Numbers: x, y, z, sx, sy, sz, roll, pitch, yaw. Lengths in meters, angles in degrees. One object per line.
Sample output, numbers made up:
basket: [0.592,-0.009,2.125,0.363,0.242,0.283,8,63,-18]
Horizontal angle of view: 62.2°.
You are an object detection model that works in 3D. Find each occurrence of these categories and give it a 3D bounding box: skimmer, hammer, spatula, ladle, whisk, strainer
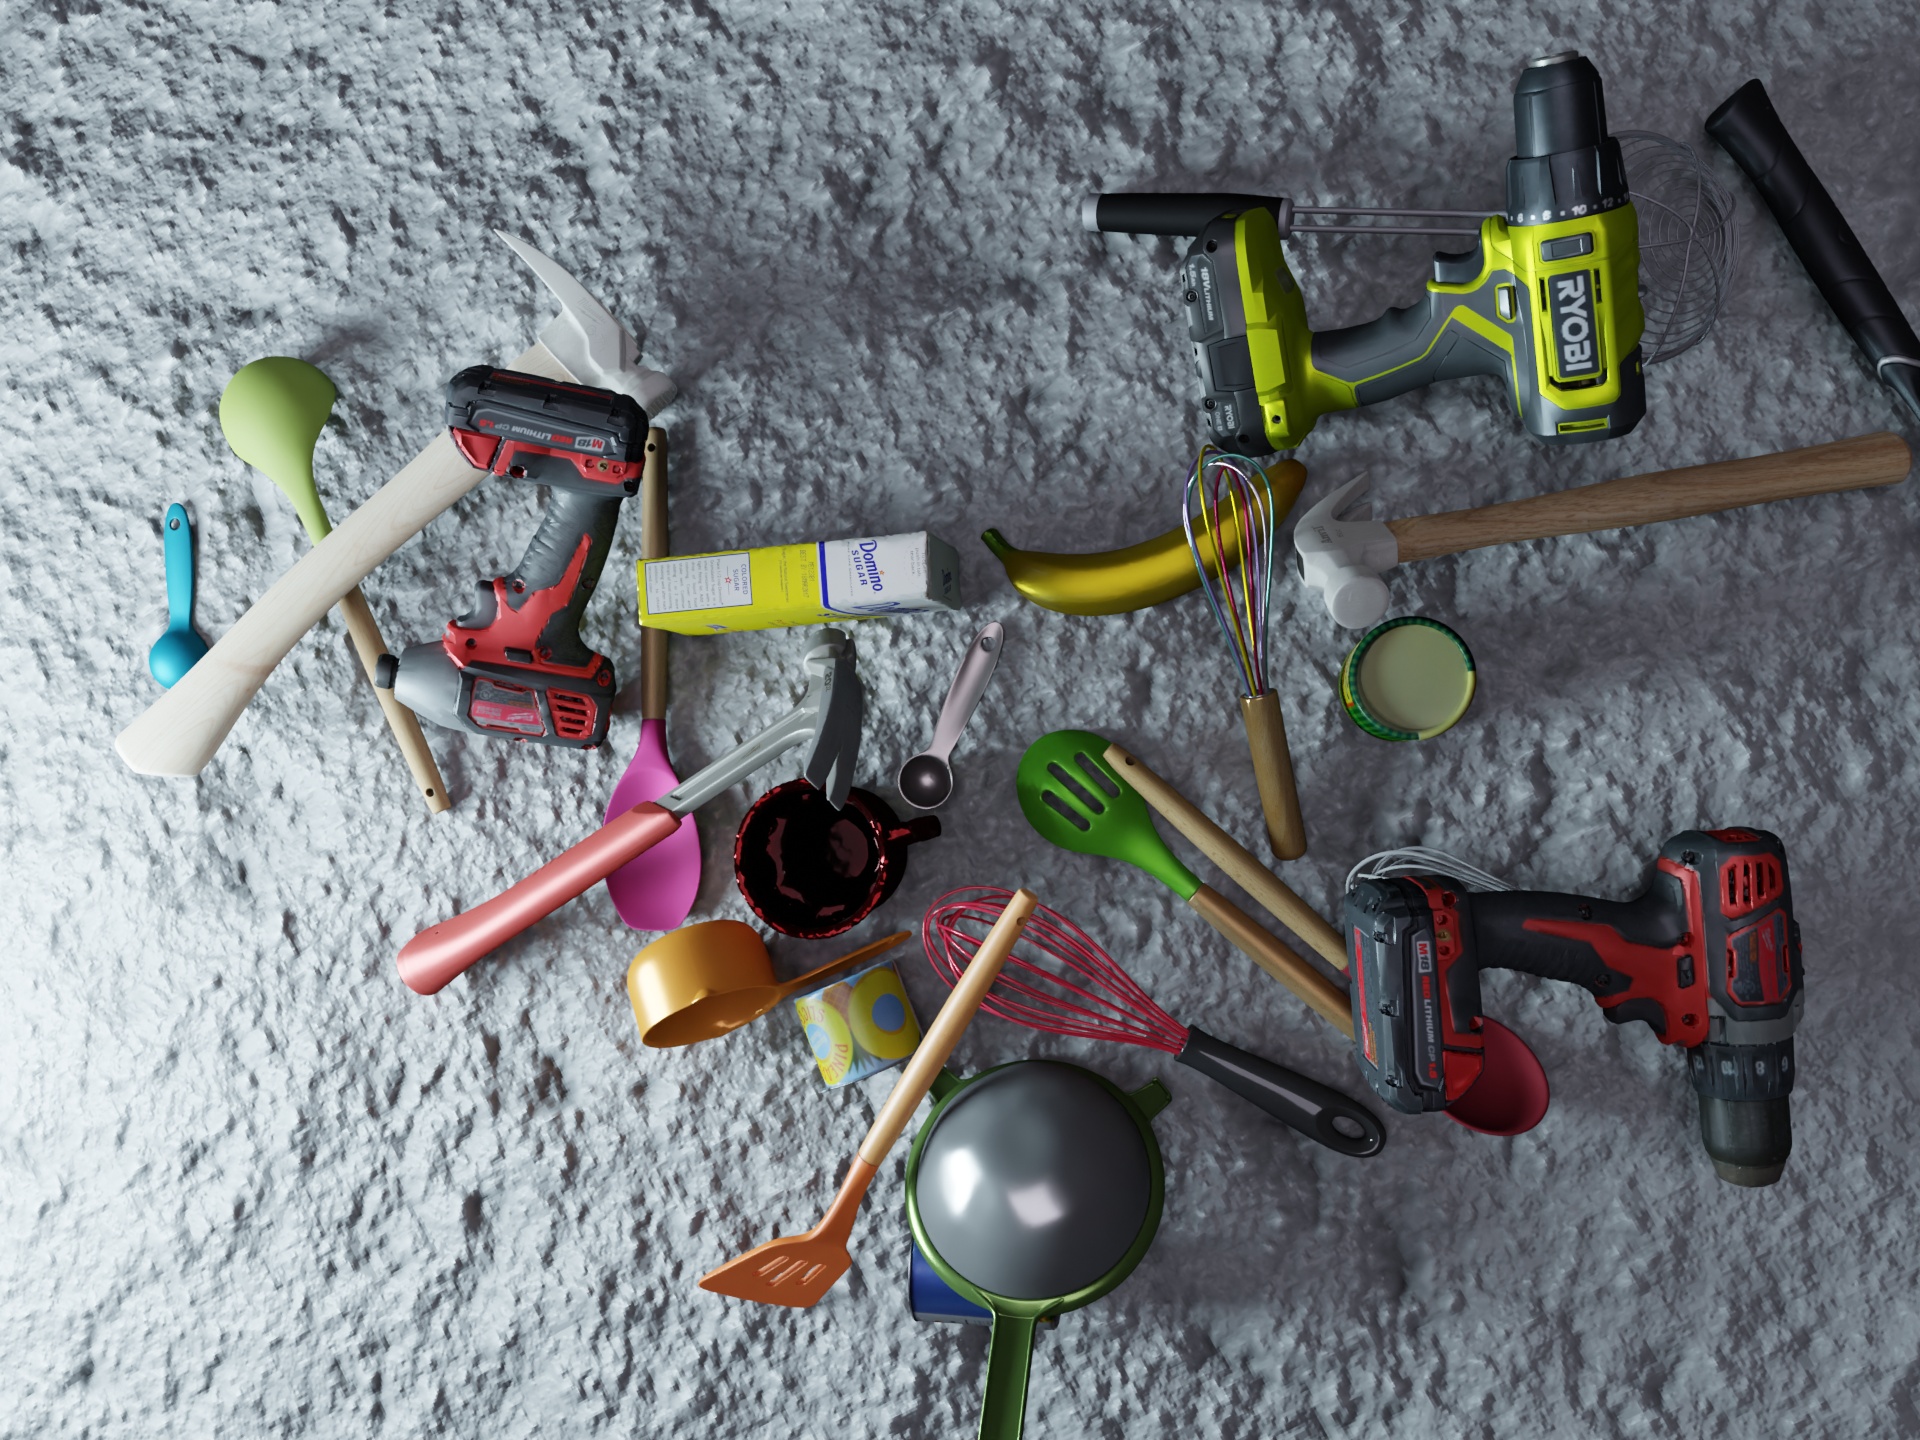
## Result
skimmer: [0.254,-0.279,0.922,0.363,0.090,0.127,9,93,21]
hammer: [0.347,-0.117,0.871,0.331,0.130,0.031,-10,120,0]
spatula: [-0.044,0.227,0.919,0.081,0.041,0.322,23,105,-29]
ladle: [-0.399,-0.089,1.043,0.078,0.062,0.320,-23,91,5]
whisk: [0.112,0.179,0.927,0.296,0.073,0.073,27,94,4]
hammer: [0.517,-0.171,0.844,0.149,0.036,0.409,-18,76,-28]
ladle: [0.203,0.121,0.912,0.315,0.031,0.069,42,61,8]
whisk: [0.168,-0.037,0.906,0.051,0.047,0.245,-14,102,1]
whisk: [0.340,0.114,0.891,0.246,0.058,0.059,11,125,8]
hammer: [-0.376,-0.123,0.998,0.410,0.038,0.146,-43,93,0]
hammer: [-0.205,0.079,0.947,0.359,0.149,0.036,-32,119,20]
strainer: [0.030,0.293,0.866,0.151,0.069,0.257,2,54,11]

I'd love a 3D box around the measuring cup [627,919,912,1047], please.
measuring cup: [-0.118,0.142,0.968,0.173,0.095,0.052,-21,68,-11]

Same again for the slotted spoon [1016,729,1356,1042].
slotted spoon: [0.159,0.116,0.932,0.314,0.031,0.070,40,89,8]

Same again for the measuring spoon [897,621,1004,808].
measuring spoon: [-0.002,-0.003,0.975,0.034,0.018,0.124,24,86,10]

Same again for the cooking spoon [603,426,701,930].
cooking spoon: [-0.193,-0.027,1.007,0.069,0.017,0.319,0,89,15]

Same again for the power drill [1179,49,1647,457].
power drill: [0.241,-0.236,0.850,0.228,0.080,0.190,-4,112,26]

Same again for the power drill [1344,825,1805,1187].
power drill: [0.328,0.158,0.837,0.226,0.080,0.188,-5,93,1]

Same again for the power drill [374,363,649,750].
power drill: [-0.268,-0.094,0.958,0.143,0.079,0.219,9,107,-14]

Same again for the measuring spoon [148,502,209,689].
measuring spoon: [-0.532,-0.084,1.071,0.042,0.021,0.128,-2,89,11]
